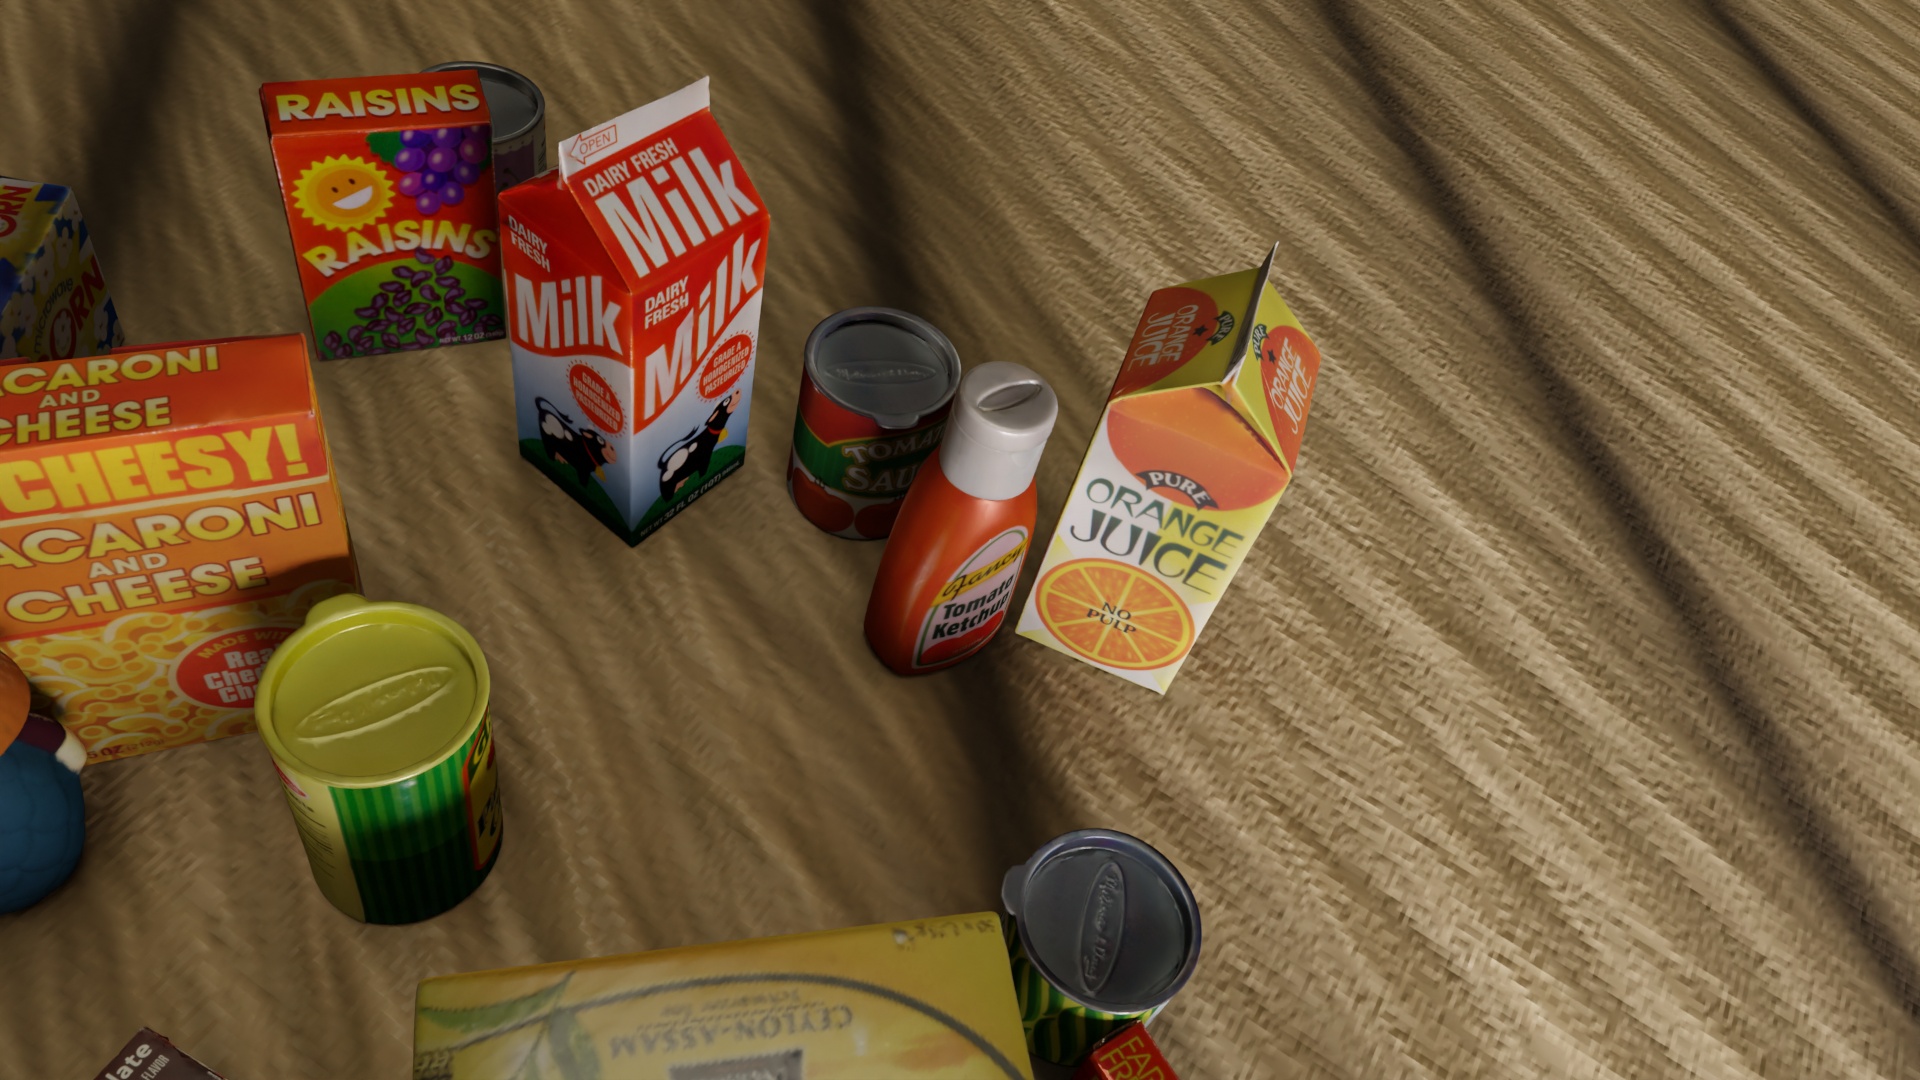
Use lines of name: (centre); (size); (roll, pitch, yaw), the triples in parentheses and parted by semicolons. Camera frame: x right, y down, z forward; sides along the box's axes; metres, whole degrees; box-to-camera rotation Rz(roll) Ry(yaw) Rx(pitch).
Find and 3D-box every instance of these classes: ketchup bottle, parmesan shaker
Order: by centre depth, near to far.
parmesan shaker: (-0.189, 0.074, 0.461); (0.071, 0.102, 0.072); (7, 51, -9)
ketchup bottle: (0.002, -0.007, 0.546); (0.065, 0.148, 0.043); (-25, 62, -30)

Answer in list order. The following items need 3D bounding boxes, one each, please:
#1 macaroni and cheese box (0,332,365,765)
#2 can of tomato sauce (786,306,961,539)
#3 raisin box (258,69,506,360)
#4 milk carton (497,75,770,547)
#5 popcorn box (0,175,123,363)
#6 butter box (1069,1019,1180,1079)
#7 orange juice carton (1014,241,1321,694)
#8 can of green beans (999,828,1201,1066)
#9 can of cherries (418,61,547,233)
macaroni and cheese box: (-0.266, 0.009, 0.453); (0.124, 0.165, 0.040); (-11, 56, -22)
can of tomato sauce: (-0.039, -0.049, 0.611); (0.071, 0.082, 0.071); (7, 51, -9)
raisin box: (-0.246, -0.140, 0.605); (0.086, 0.122, 0.040); (-11, 56, -22)
milk carton: (-0.130, -0.092, 0.553); (0.073, 0.189, 0.073); (37, 53, 15)
popcorn box: (-0.375, -0.069, 0.539); (0.038, 0.084, 0.127); (5, 51, -10)
butter box: (0.072, 0.213, 0.449); (0.024, 0.052, 0.104); (-21, 60, -28)
orange juice carton: (0.086, -0.027, 0.555); (0.073, 0.191, 0.072); (22, 50, 4)
can of green beans: (0.045, 0.145, 0.494); (0.071, 0.057, 0.071); (7, 51, -9)
can of cherries: (-0.243, -0.195, 0.692); (0.071, 0.058, 0.072); (7, 51, -9)
